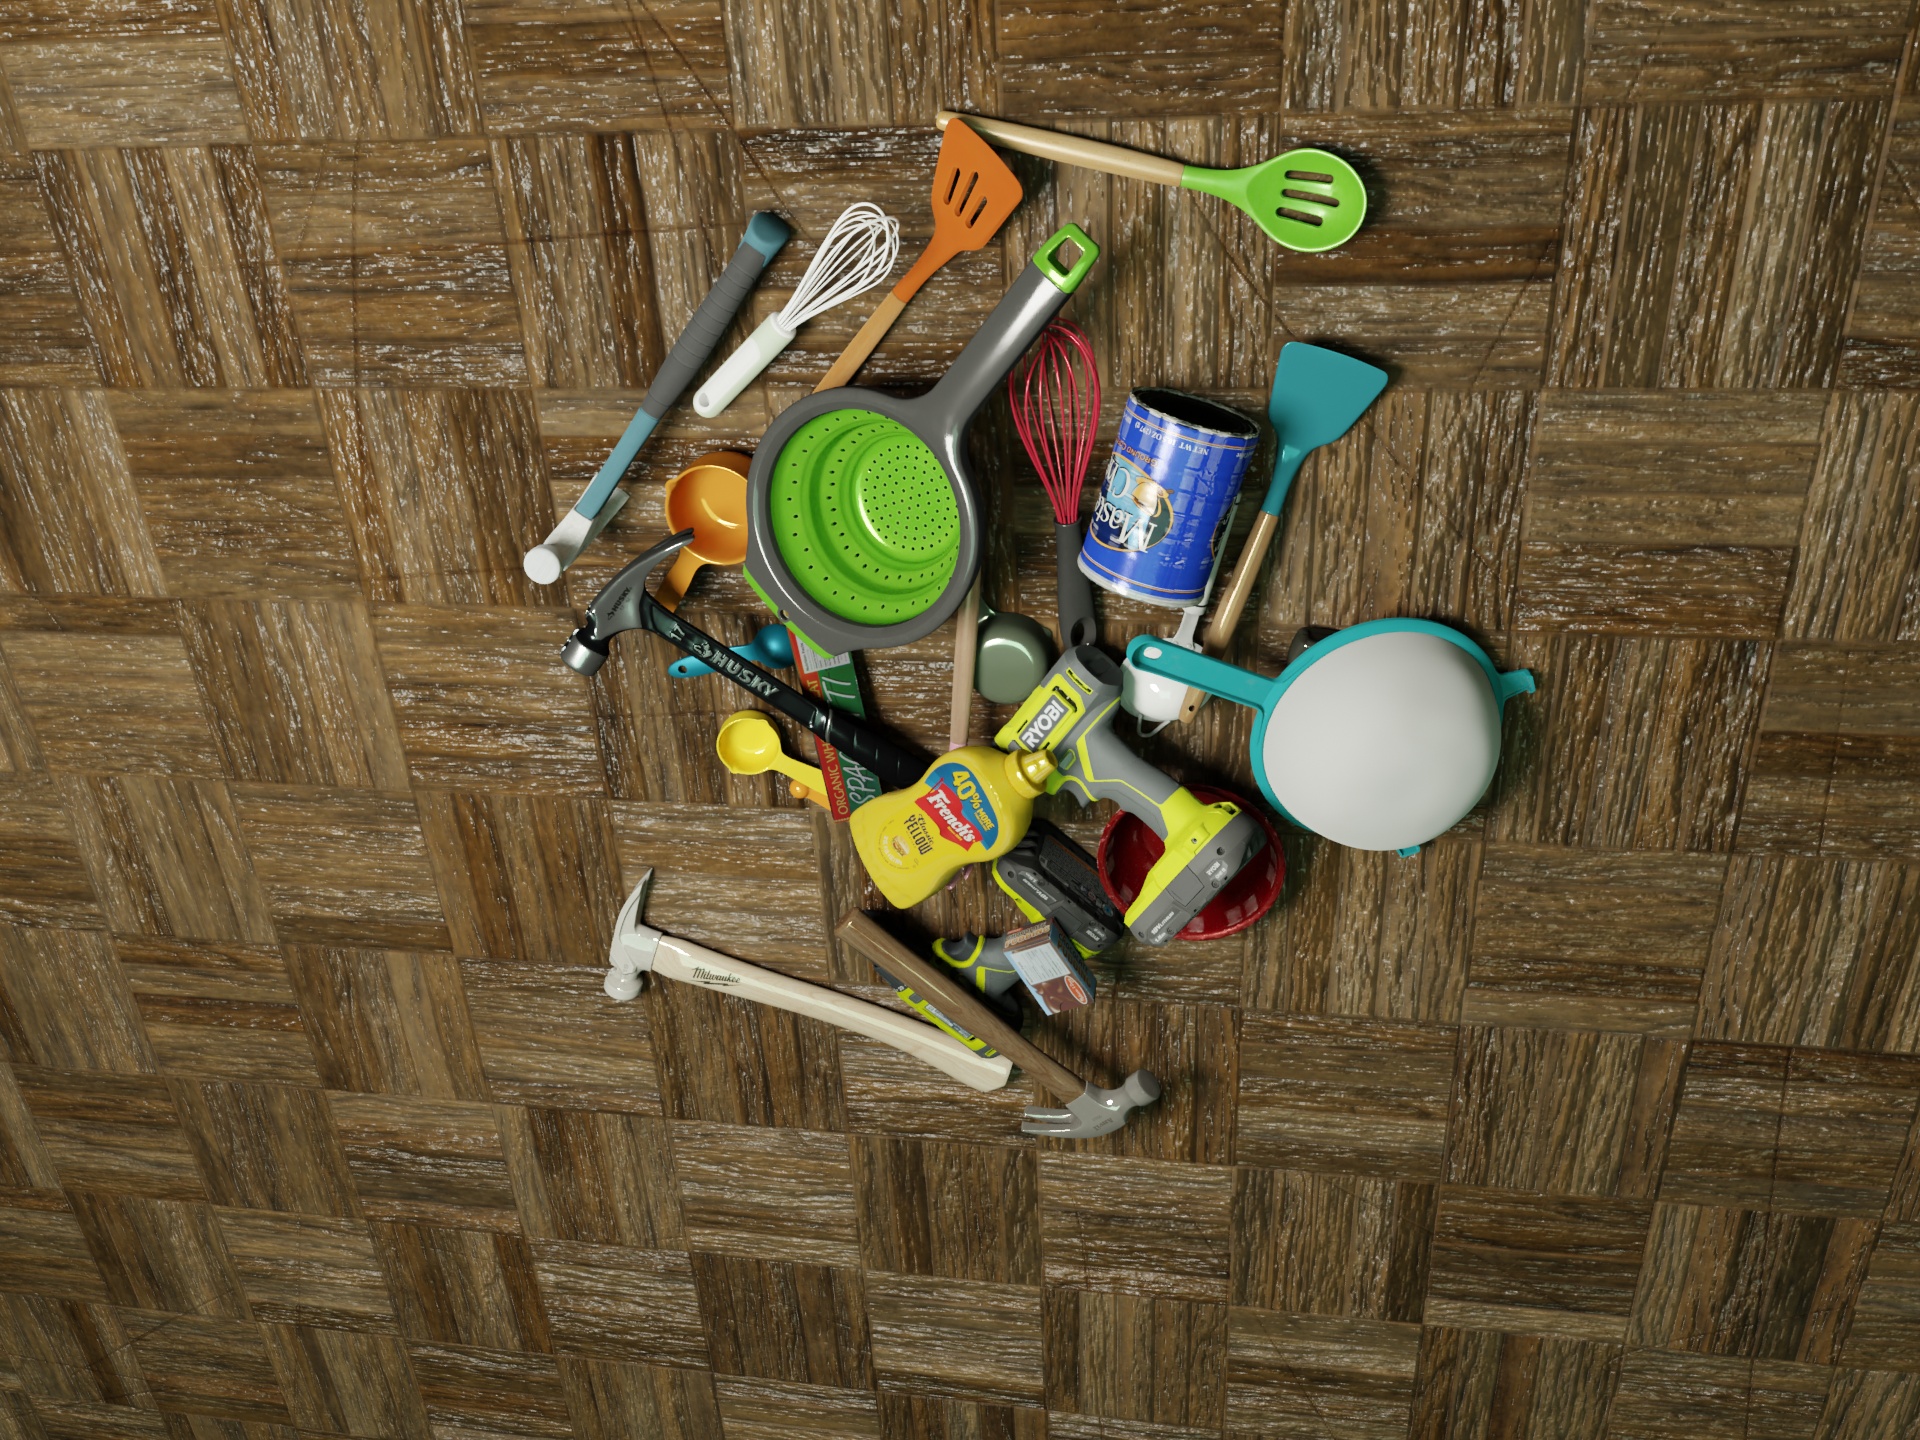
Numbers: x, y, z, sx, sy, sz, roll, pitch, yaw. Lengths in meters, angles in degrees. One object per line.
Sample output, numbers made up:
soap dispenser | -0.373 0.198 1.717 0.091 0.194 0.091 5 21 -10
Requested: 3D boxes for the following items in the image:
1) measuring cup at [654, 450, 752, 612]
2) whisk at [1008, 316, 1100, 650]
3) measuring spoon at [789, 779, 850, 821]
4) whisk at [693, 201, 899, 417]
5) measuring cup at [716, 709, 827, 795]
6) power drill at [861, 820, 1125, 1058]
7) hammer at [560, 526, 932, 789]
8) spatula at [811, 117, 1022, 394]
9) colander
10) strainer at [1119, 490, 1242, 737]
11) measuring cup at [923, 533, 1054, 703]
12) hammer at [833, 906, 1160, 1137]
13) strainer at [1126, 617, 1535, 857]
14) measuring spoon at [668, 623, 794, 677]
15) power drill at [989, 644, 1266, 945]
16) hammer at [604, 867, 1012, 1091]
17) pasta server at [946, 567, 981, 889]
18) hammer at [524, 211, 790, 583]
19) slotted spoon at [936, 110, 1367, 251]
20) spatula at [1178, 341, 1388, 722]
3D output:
measuring cup | -0.215 -0.151 1.335 0.095 0.052 0.173 33 124 -7
whisk | 0.082 -0.177 1.259 0.073 0.073 0.295 -1 124 12
measuring spoon | -0.105 0.085 1.465 0.117 0.011 0.021 26 120 -4
whisk | -0.131 -0.308 1.219 0.246 0.059 0.058 -35 83 37
measuring cup | -0.148 0.039 1.445 0.156 0.029 0.062 27 113 -18
power drill | 0.022 0.197 1.466 0.190 0.080 0.228 39 121 -12
hammer | -0.125 -0.010 1.356 0.408 0.036 0.149 32 104 -22
spatula | -0.066 -0.308 1.222 0.081 0.041 0.322 50 120 10
colander | -0.013 -0.217 1.211 0.204 0.094 0.397 46 123 5
strainer | 0.188 -0.086 1.298 0.087 0.050 0.258 8 118 -11
measuring cup | 0.015 -0.084 1.331 0.083 0.038 0.167 -27 112 23
hammer | 0.020 0.279 1.458 0.331 0.031 0.130 38 124 -13
strainer | 0.288 0.012 1.248 0.340 0.095 0.211 18 118 -19
measuring spoon | -0.202 -0.053 1.401 0.128 0.021 0.042 -12 115 16
power drill | 0.126 0.070 1.319 0.223 0.080 0.171 45 121 13
hammer | -0.143 0.269 1.561 0.410 0.038 0.146 19 119 0
pasta server | -0.002 -0.004 1.336 0.060 0.040 0.316 13 117 18
hammer | -0.236 -0.254 1.254 0.033 0.128 0.331 35 110 -10
slotted spoon | 0.135 -0.399 1.142 0.314 0.031 0.070 14 120 5
spatula | 0.232 -0.136 1.242 0.082 0.044 0.317 18 111 -4
